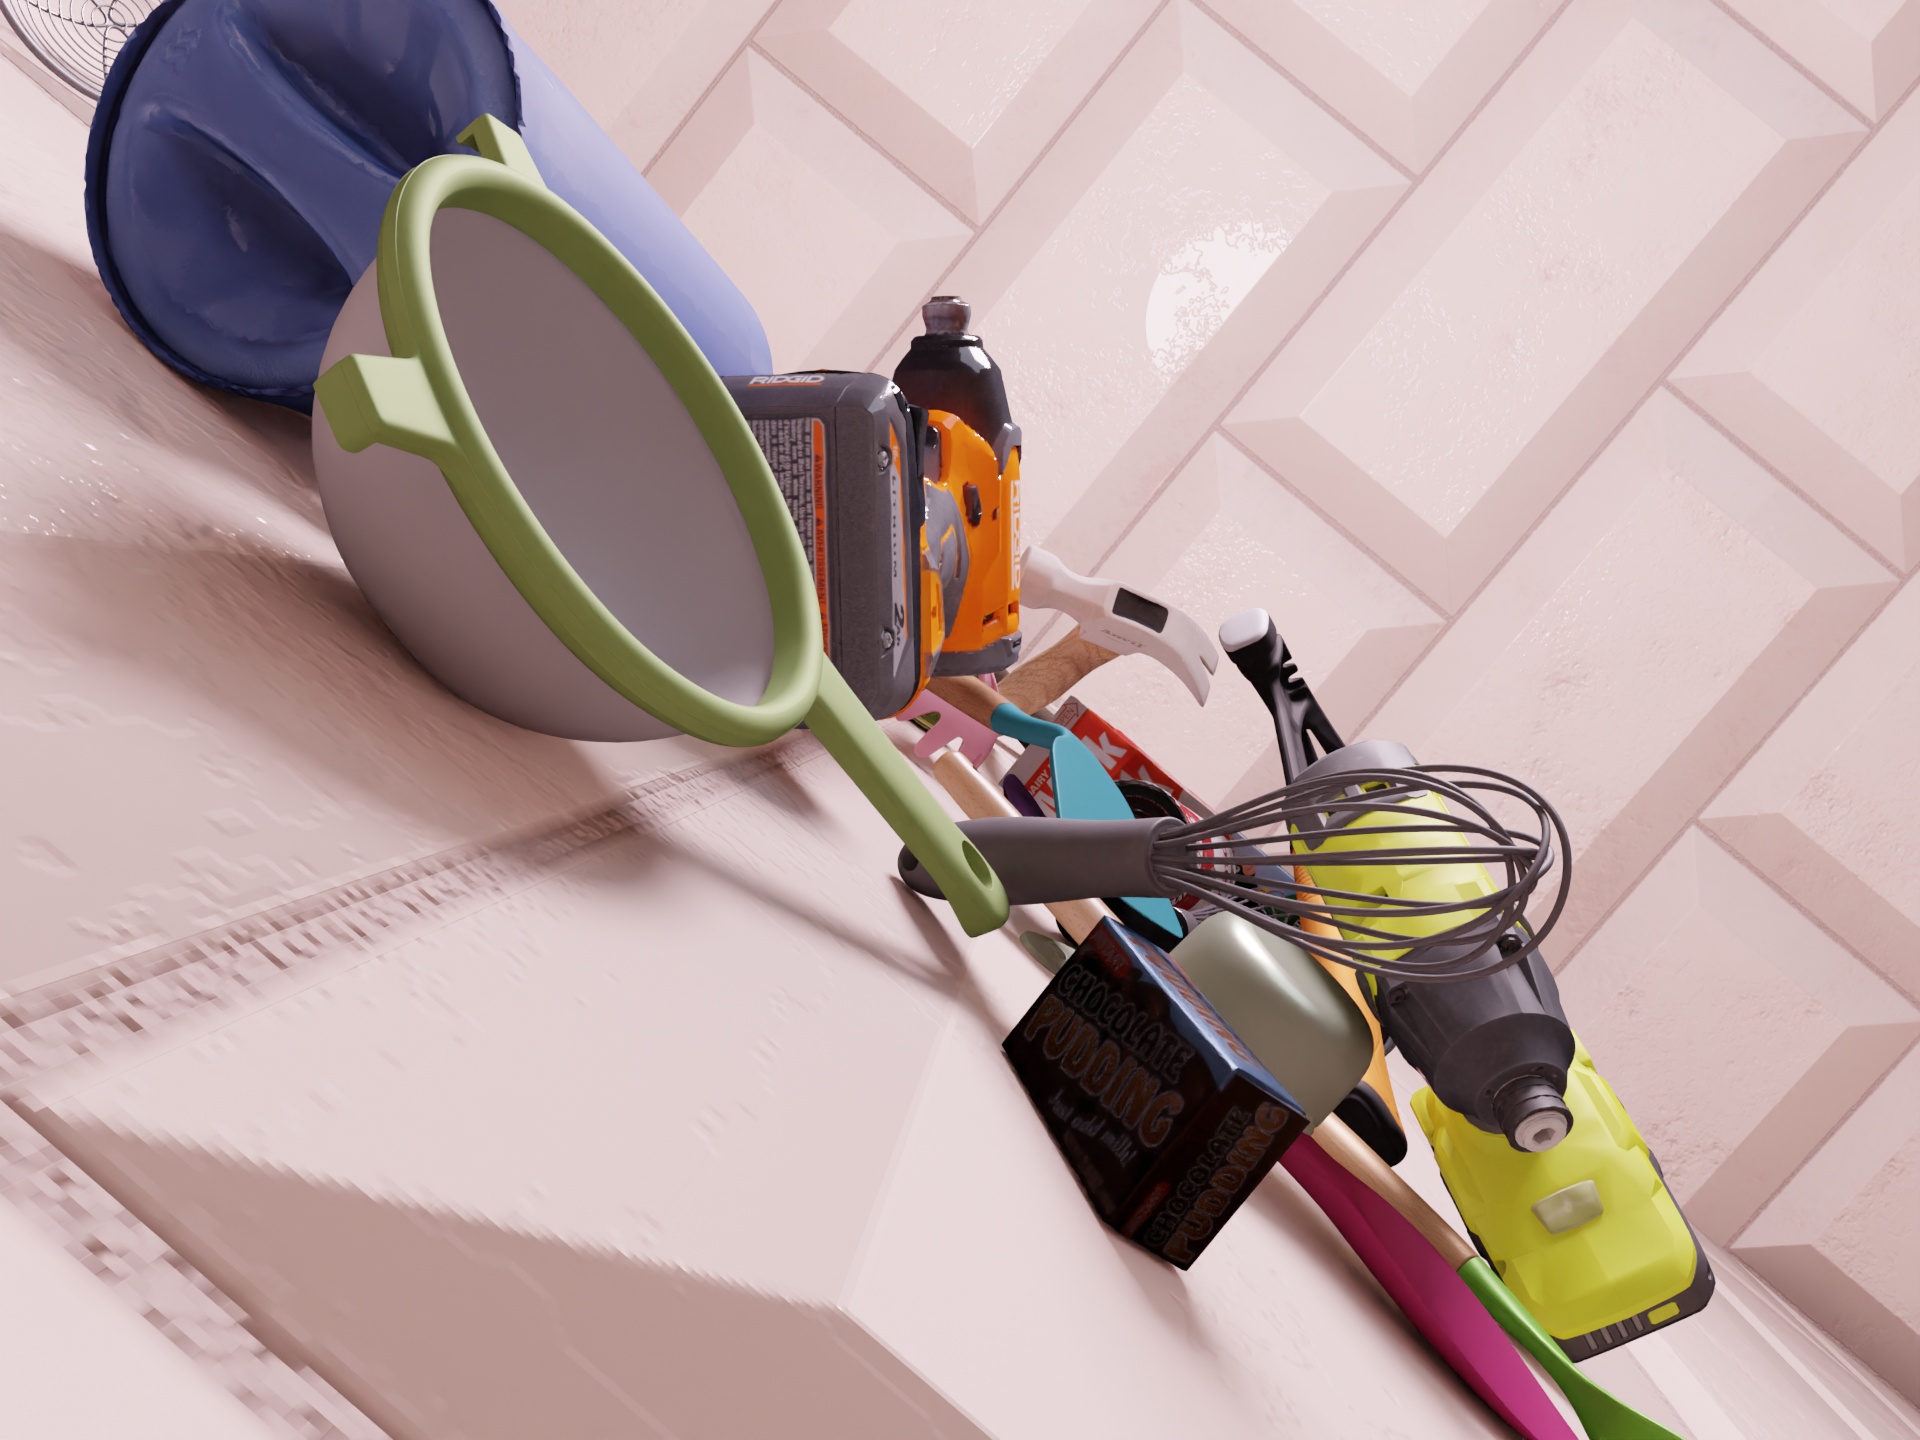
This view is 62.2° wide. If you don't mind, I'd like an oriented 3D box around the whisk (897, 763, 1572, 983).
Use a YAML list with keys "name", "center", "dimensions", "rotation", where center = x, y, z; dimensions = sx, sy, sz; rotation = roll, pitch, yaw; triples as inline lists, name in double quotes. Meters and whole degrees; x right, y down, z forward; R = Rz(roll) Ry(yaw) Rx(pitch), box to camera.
- name: "whisk"
  center: [0.058, 0.042, 0.447]
  dimensions: [0.055, 0.055, 0.239]
  rotation: [37, -26, -31]

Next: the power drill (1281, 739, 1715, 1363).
- name: "power drill"
  center: [0.201, 0.133, 0.591]
  dimensions: [0.223, 0.080, 0.171]
  rotation: [55, 12, -34]

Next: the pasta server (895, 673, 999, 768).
- name: "pasta server"
  center: [-0.003, -0.077, 0.917]
  dimensions: [0.060, 0.040, 0.316]
  rotation: [45, 24, -27]

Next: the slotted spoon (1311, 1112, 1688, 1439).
- name: "slotted spoon"
  center: [0.167, 0.186, 0.585]
  dimensions: [0.314, 0.031, 0.070]
  rotation: [42, -13, 47]

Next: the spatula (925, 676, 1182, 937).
- name: "spatula"
  center: [-0.001, -0.002, 0.738]
  dimensions: [0.082, 0.044, 0.318]
  rotation: [37, -1, -38]

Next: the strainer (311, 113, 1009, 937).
- name: "strainer"
  center: [-0.074, -0.016, 0.408]
  dimensions: [0.256, 0.069, 0.152]
  rotation: [53, 19, -34]

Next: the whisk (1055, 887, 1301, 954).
- name: "whisk"
  center: [0.114, 0.103, 0.763]
  dimensions: [0.070, 0.070, 0.284]
  rotation: [43, 11, 30]

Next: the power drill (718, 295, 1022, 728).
- name: "power drill"
  center: [-0.028, -0.088, 0.623]
  dimensions: [0.084, 0.164, 0.226]
  rotation: [2, 11, 16]

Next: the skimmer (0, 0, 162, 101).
- name: "skimmer"
  center: [-0.301, -0.255, 0.682]
  dimensions: [0.127, 0.090, 0.364]
  rotation: [-17, 52, -44]

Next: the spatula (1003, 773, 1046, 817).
- name: "spatula"
  center: [0.028, 0.057, 0.737]
  dimensions: [0.060, 0.018, 0.316]
  rotation: [57, 6, 2]

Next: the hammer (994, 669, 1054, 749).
- name: "hammer"
  center: [-0.024, -0.074, 1.100]
  dimensions: [0.146, 0.038, 0.410]
  rotation: [15, -22, 38]

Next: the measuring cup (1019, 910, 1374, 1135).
- name: "measuring cup"
  center: [0.079, 0.083, 0.512]
  dimensions: [0.167, 0.038, 0.083]
  rotation: [30, 17, -45]

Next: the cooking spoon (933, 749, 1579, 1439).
- name: "cooking spoon"
  center: [0.090, 0.120, 0.552]
  dimensions: [0.319, 0.017, 0.068]
  rotation: [48, 11, 27]

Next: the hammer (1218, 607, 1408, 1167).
- name: "hammer"
  center: [0.180, 0.083, 0.791]
  dimensions: [0.127, 0.034, 0.337]
  rotation: [53, 24, -30]

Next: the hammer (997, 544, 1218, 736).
- name: "hammer"
  center: [0.057, -0.028, 0.970]
  dimensions: [0.130, 0.031, 0.331]
  rotation: [22, -13, -8]
